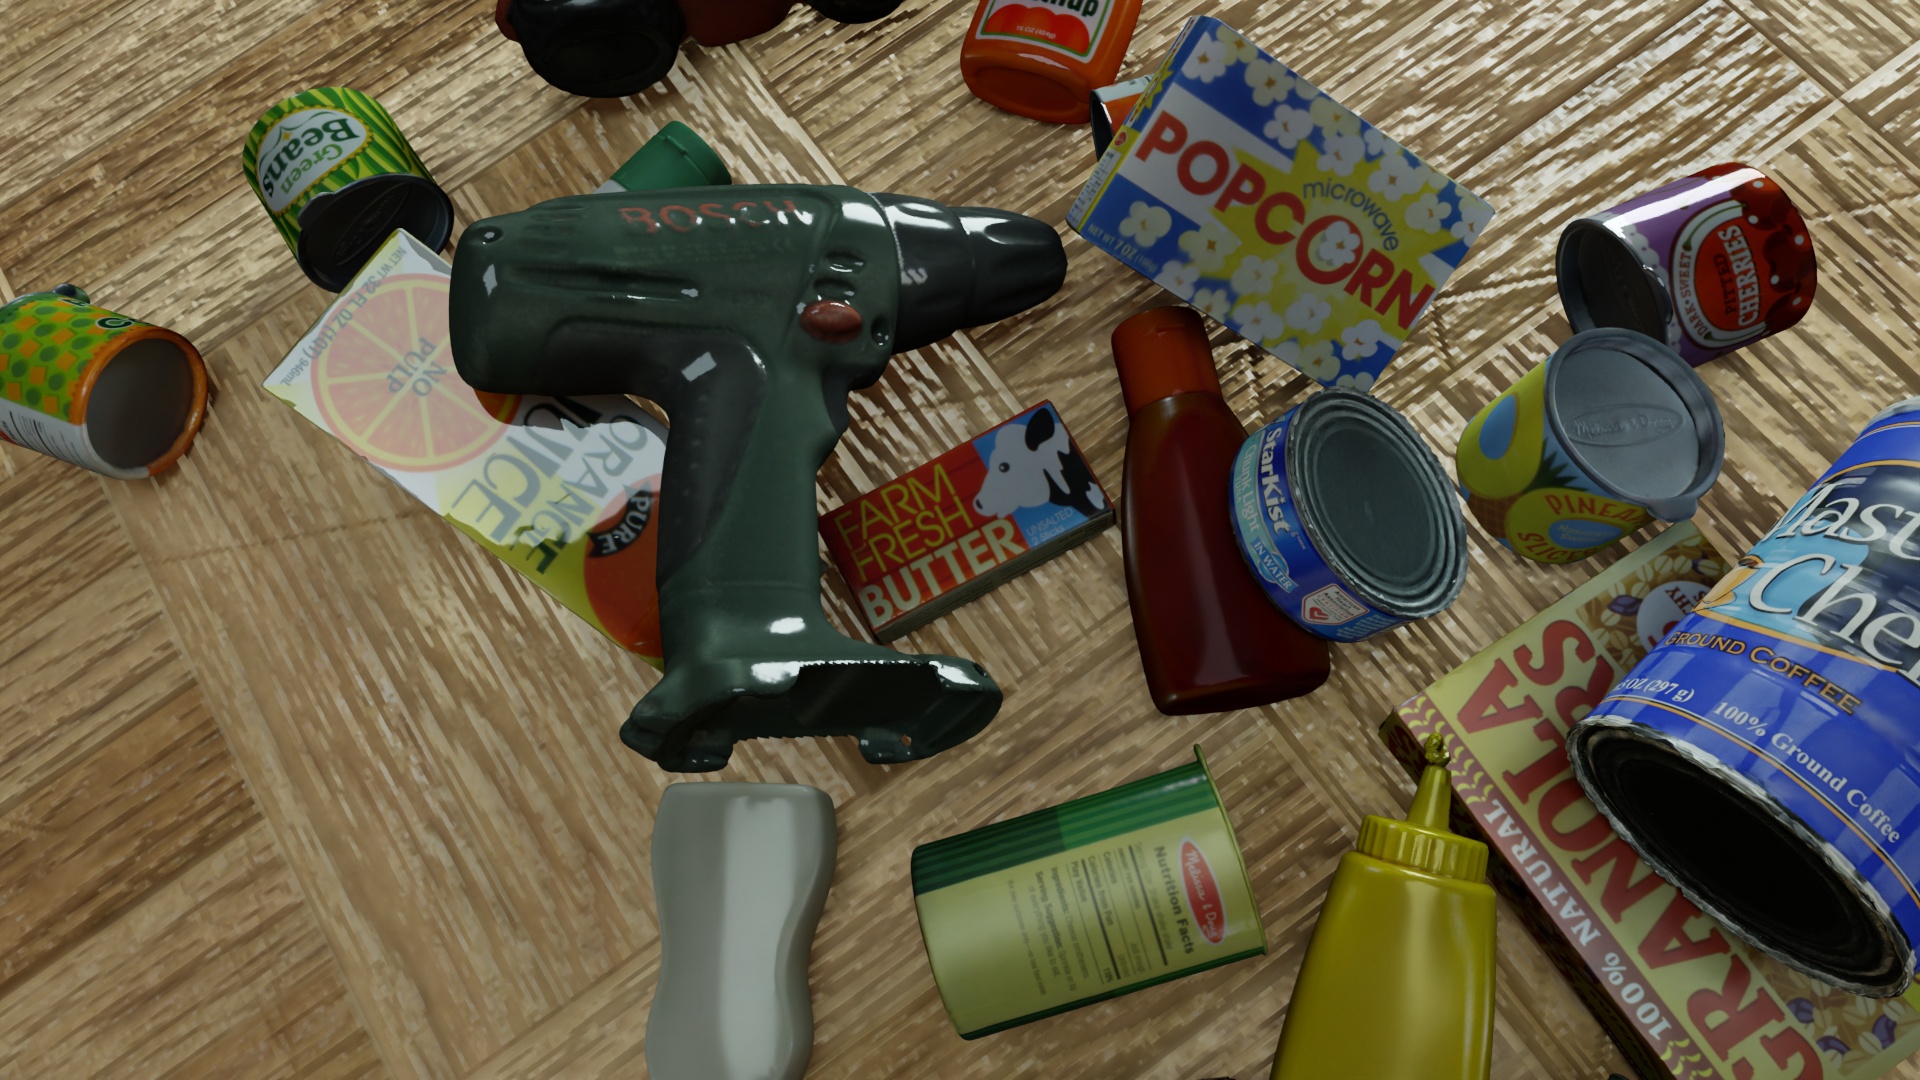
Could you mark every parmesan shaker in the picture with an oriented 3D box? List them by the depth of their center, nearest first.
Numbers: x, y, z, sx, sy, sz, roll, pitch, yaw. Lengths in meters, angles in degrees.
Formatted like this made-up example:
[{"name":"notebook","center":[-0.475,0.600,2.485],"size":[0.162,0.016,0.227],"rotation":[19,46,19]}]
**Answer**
[{"name":"parmesan shaker","center":[0.041,0.116,0.462],"size":[0.103,0.071,0.071],"rotation":[-17,71,3]}]

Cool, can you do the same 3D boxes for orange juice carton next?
[{"name":"orange juice carton","center":[-0.144,-0.020,0.510],"size":[0.192,0.073,0.072],"rotation":[37,79,-7]}]

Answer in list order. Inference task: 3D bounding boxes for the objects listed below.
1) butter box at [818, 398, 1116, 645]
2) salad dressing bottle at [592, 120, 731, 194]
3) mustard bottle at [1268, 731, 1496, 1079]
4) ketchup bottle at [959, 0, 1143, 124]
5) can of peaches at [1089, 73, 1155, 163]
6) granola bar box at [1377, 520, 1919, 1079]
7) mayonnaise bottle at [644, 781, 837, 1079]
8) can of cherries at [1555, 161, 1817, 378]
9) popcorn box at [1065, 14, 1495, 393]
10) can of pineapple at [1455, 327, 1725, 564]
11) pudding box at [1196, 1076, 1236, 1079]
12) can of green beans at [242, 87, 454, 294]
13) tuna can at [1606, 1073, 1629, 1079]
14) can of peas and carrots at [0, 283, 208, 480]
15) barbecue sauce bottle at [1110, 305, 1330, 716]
[{"name":"butter box","center":[0.002,-0.007,0.529],"size":[0.103,0.024,0.053],"rotation":[-27,70,-2]},{"name":"salad dressing bottle","center":[-0.158,-0.111,0.575],"size":[0.064,0.044,0.148],"rotation":[41,81,13]},{"name":"mustard bottle","center":[0.138,0.140,0.438],"size":[0.065,0.049,0.160],"rotation":[12,85,19]},{"name":"ketchup bottle","center":[0.053,-0.251,0.591],"size":[0.065,0.043,0.149],"rotation":[18,75,13]},{"name":"can of peaches","center":[0.087,-0.148,0.542],"size":[0.058,0.071,0.071],"rotation":[-15,71,3]},{"name":"granola bar box","center":[0.240,0.094,0.456],"size":[0.124,0.039,0.166],"rotation":[-32,71,-4]},{"name":"mayonnaise bottle","center":[-0.078,0.159,0.479],"size":[0.065,0.041,0.148],"rotation":[-1,73,9]},{"name":"can of cherries","center":[0.260,-0.094,0.498],"size":[0.058,0.071,0.071],"rotation":[-22,71,0]},{"name":"popcorn box","center":[0.113,-0.117,0.498],"size":[0.126,0.038,0.085],"rotation":[29,105,-14]},{"name":"can of pineapple","center":[0.215,-0.030,0.480],"size":[0.071,0.057,0.071],"rotation":[5,68,-11]},{"name":"pudding box","center":[0.051,0.194,0.444],"size":[0.084,0.049,0.030],"rotation":[-10,73,4]},{"name":"can of green beans","center":[-0.259,-0.148,0.588],"size":[0.071,0.071,0.058],"rotation":[-37,71,-4]},{"name":"tuna can","center":[0.204,0.198,0.411],"size":[0.033,0.071,0.071],"rotation":[-32,71,-1]},{"name":"can of peas and carrots","center":[-0.358,-0.066,0.575],"size":[0.059,0.070,0.071],"rotation":[18,76,12]},{"name":"barbecue sauce bottle","center":[0.087,-0.013,0.509],"size":[0.065,0.043,0.149],"rotation":[-7,70,-7]}]
